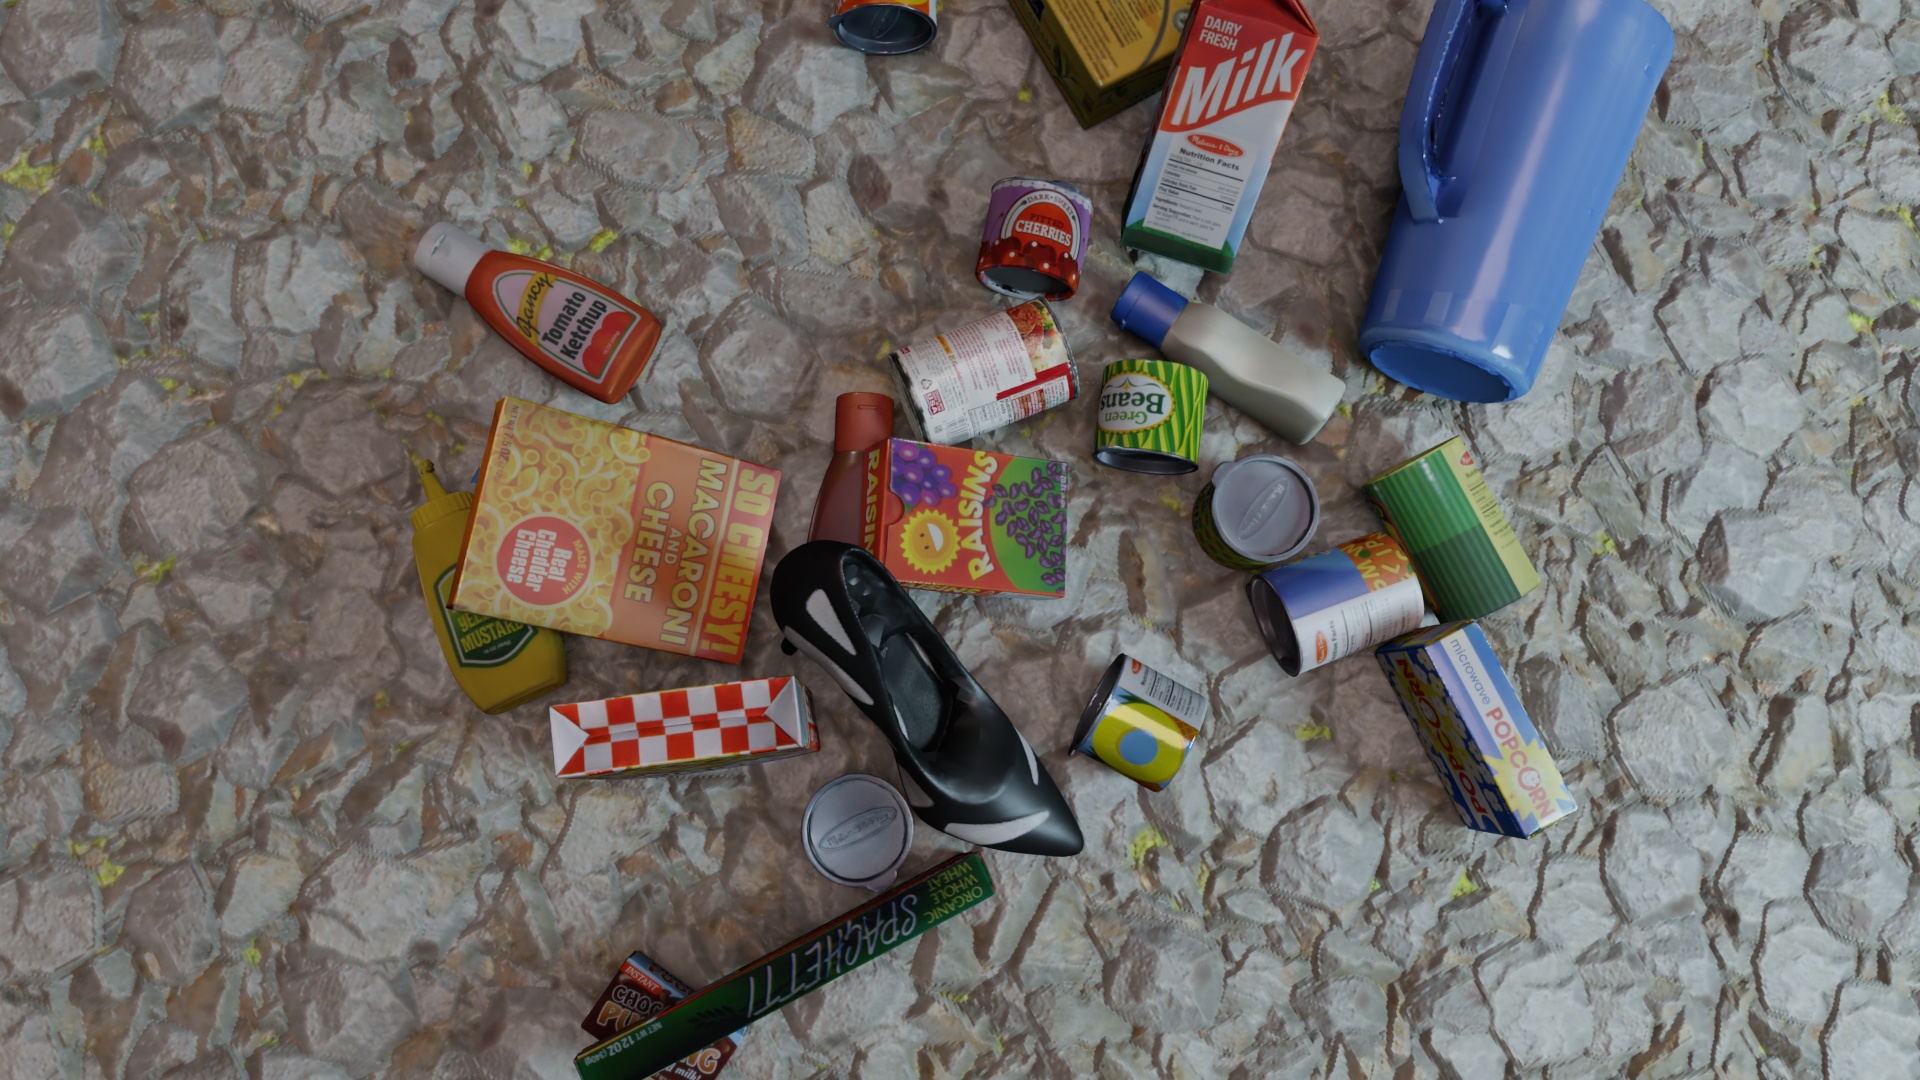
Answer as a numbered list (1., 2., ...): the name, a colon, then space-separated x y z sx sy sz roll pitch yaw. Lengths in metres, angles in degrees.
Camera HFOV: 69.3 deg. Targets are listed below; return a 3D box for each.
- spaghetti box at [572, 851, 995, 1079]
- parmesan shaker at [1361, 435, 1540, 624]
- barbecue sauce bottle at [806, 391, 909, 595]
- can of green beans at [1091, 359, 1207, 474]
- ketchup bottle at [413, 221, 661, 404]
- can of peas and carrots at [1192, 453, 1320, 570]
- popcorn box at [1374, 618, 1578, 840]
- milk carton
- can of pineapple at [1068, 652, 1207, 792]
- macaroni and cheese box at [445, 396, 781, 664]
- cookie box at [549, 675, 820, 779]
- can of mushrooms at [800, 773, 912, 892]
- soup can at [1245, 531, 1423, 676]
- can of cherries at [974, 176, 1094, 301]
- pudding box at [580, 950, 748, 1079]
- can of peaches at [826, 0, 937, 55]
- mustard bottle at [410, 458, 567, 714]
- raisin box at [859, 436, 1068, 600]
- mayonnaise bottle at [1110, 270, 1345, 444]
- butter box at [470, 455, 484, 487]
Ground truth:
1. spaghetti box: -0.096 0.245 0.792 0.251 0.050 0.029 -24 81 -16
2. parmesan shaker: 0.303 -0.004 0.861 0.071 0.071 0.103 -27 86 -6
3. barbecue sauce bottle: -0.062 -0.015 0.854 0.065 0.043 0.148 4 82 -9
4. can of green beans: 0.118 -0.076 0.861 0.071 0.071 0.058 8 82 -2
5. ketchup bottle: -0.263 -0.145 0.859 0.149 0.043 0.065 30 82 1
6. can of peas and carrots: 0.180 -0.018 0.861 0.071 0.058 0.071 0 82 -3
7. popcorn box: 0.308 0.112 0.838 0.038 0.085 0.127 -26 85 -7
8. milk carton: 0.160 -0.267 0.835 0.073 0.073 0.189 16 122 -1
9. can of pineapple: 0.107 0.111 0.837 0.058 0.071 0.071 29 82 0
10. macaroni and cheese box: -0.200 -0.003 0.815 0.166 0.040 0.124 15 82 -25
11. cookie box: -0.145 0.107 0.770 0.123 0.167 0.040 -7 81 -4
12. can of mushrooms: -0.061 0.175 0.833 0.071 0.033 0.071 1 82 -4
13. soup can: 0.229 0.036 0.855 0.084 0.071 0.071 -20 84 -7
14. can of cherries: 0.046 -0.188 0.869 0.071 0.071 0.058 12 83 -2
15. pudding box: -0.172 0.285 0.814 0.084 0.030 0.050 35 81 1
16. can of peaches: -0.050 -0.352 0.887 0.071 0.071 0.058 0 82 -3
17. mustard bottle: -0.292 0.023 0.831 0.065 0.048 0.160 -26 85 -11
18. raisin box: 0.003 -0.010 0.837 0.123 0.040 0.086 7 81 -25
19. mayonnaise bottle: 0.166 -0.117 0.873 0.148 0.064 0.041 33 79 5
20. butter box: -0.241 -0.037 0.855 0.103 0.024 0.053 22 82 0
